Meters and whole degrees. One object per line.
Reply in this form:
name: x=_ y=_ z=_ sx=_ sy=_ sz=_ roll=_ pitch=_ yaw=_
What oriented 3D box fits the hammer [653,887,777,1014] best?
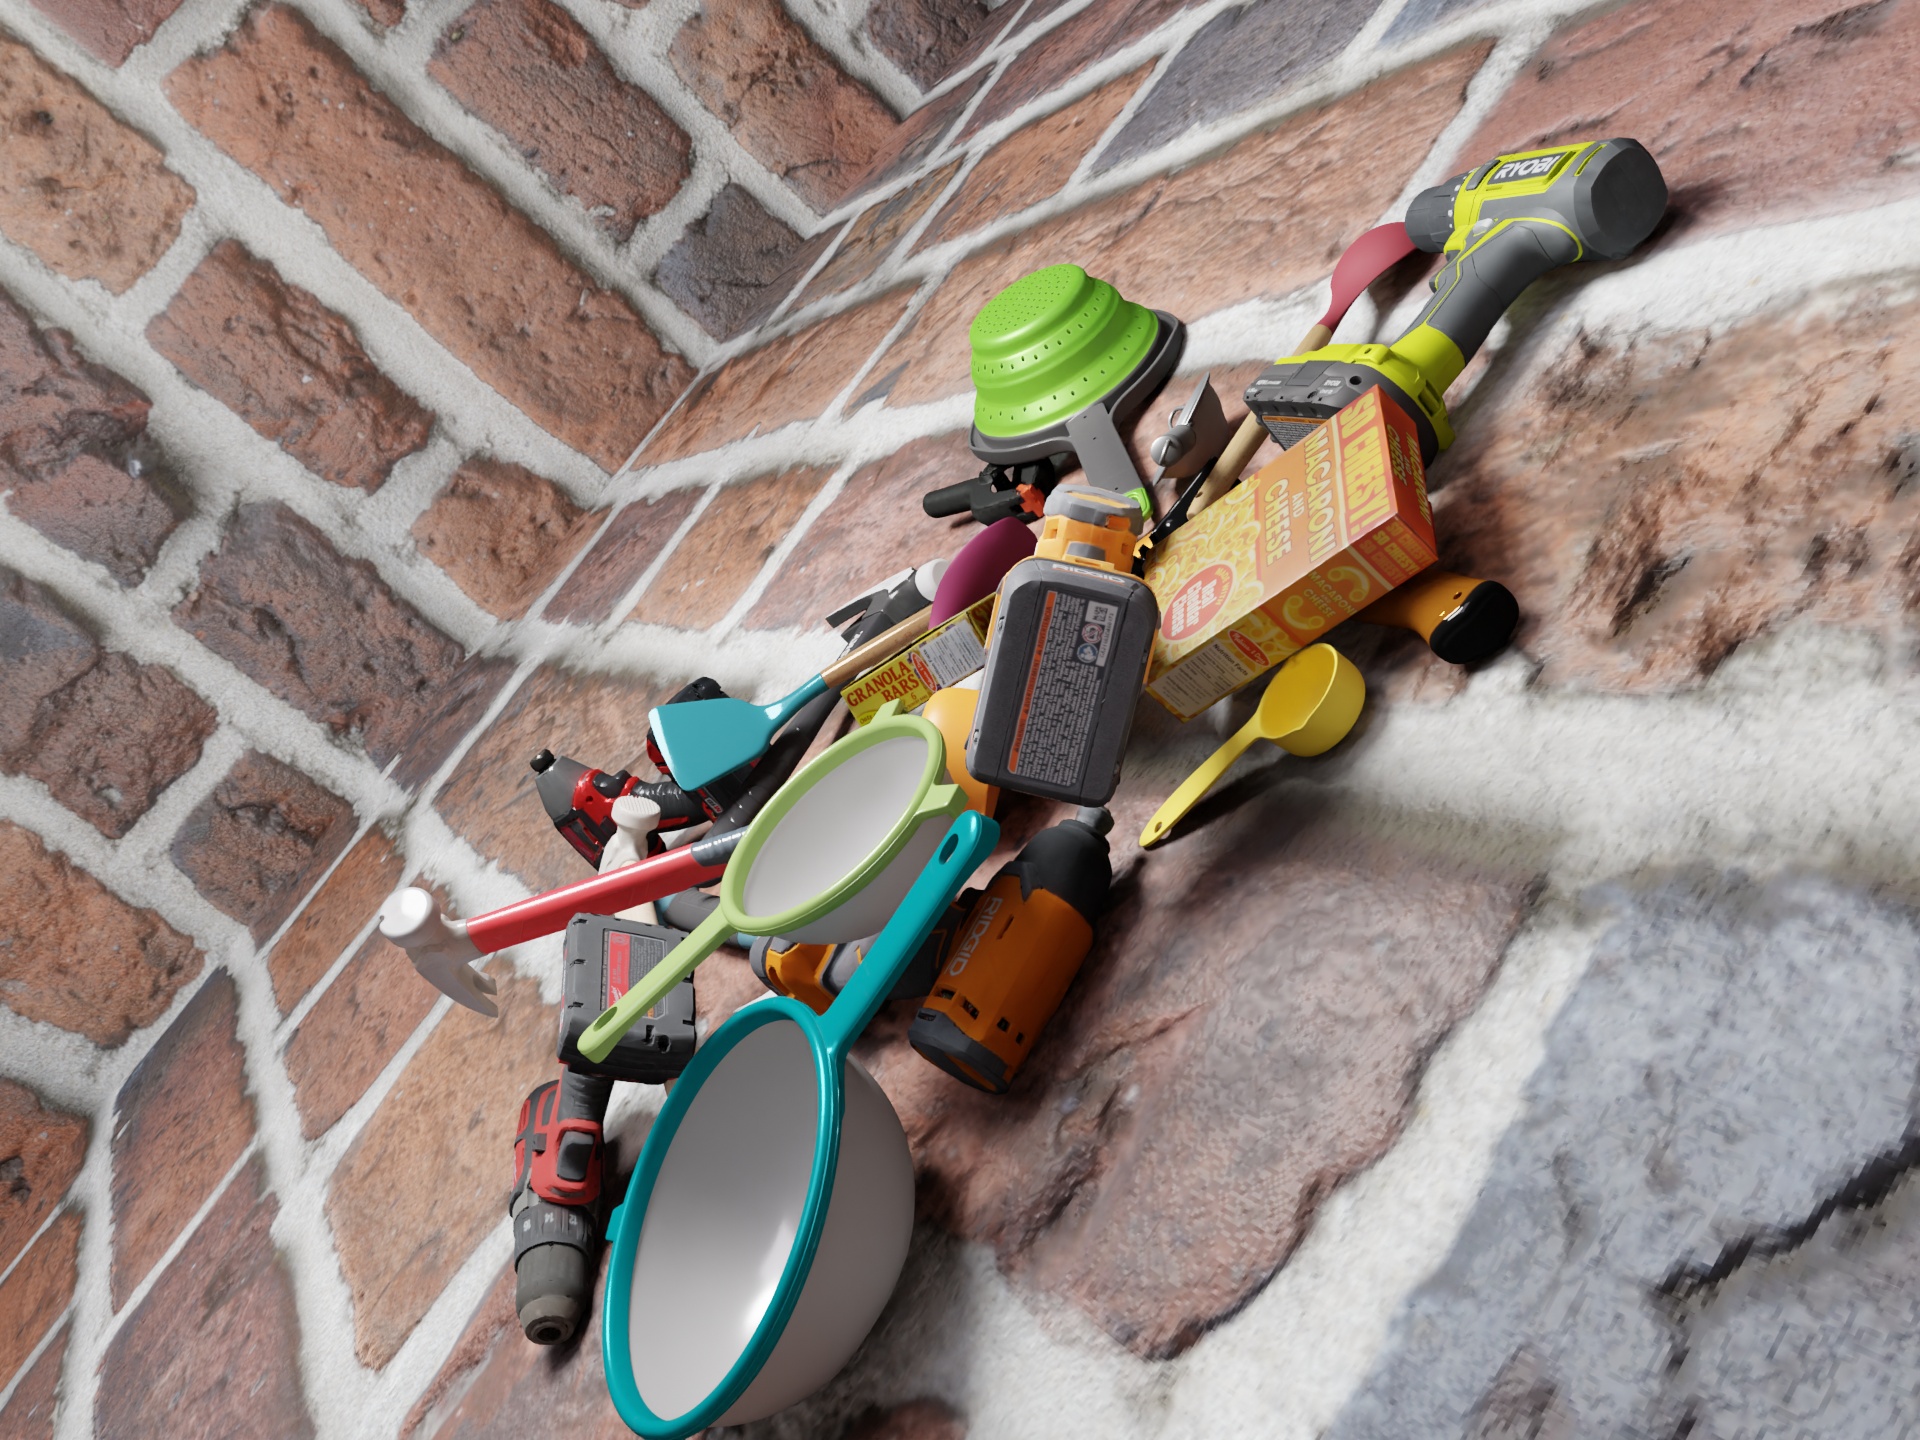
hammer: x=-0.154 y=0.149 z=1.149 sx=0.128 sy=0.033 sz=0.331 roll=-55 pitch=24 yaw=-17

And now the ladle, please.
ladle: x=0.224 y=-0.235 z=1.036 sx=0.069 sy=0.031 sz=0.315 roll=-8 pitch=40 yaw=53

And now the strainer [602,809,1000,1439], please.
strainer: x=-0.052 y=0.199 z=0.774 sx=0.340 sy=0.095 sz=0.211 roll=-57 pitch=27 yaw=10

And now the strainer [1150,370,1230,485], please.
strainer: x=0.147 y=-0.183 z=1.044 sx=0.087 sy=0.050 sz=0.258 roll=-65 pitch=-6 yaw=18

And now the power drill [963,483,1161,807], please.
power drill: x=0.054 y=-0.024 z=0.881 sx=0.226 sy=0.084 sz=0.185 roll=-72 pitch=-6 yaw=-71

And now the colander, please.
colander: x=0.083 y=-0.268 z=1.260 sx=0.204 sy=0.094 sz=0.398 roll=-29 pitch=32 yaw=12

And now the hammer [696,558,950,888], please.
hammer: x=-0.125 y=0.001 z=1.285 sx=0.146 sy=0.035 sz=0.335 roll=-18 pitch=32 yaw=50

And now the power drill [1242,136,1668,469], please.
power drill: x=0.280 y=-0.247 z=0.949 sx=0.228 sy=0.080 sz=0.191 roll=-48 pitch=23 yaw=-5

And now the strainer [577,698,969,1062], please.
strainer: x=-0.091 y=0.107 z=0.853 sx=0.256 sy=0.069 sz=0.152 roll=-42 pitch=24 yaw=2

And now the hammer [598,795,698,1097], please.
hammer: x=-0.221 y=0.202 z=1.146 sx=0.411 sy=0.038 sz=0.146 roll=-131 pitch=54 yaw=-61

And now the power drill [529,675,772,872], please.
power drill: x=-0.268 y=0.054 z=1.354 sx=0.219 sy=0.143 sz=0.079 roll=-27 pitch=21 yaw=37

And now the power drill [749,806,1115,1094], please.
power drill: x=-0.011 y=0.112 z=0.902 sx=0.226 sy=0.084 sz=0.164 roll=1 pitch=53 yaw=55

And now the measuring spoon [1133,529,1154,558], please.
measuring spoon: x=0.140 y=-0.135 z=1.097 sx=0.117 sy=0.011 sz=0.021 roll=-38 pitch=26 yaw=24

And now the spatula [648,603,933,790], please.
spatula: x=-0.085 y=-0.047 z=1.223 sx=0.317 sy=0.044 sz=0.082 roll=-30 pitch=61 yaw=1

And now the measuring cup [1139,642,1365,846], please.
measuring cup: x=0.152 y=0.023 z=0.833 sx=0.156 sy=0.029 sz=0.062 roll=-48 pitch=20 yaw=32

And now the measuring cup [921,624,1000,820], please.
measuring cup: x=-0.002 y=-0.003 z=0.961 sx=0.173 sy=0.052 sz=0.095 roll=87 pitch=-166 yaw=-52

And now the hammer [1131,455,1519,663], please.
hammer: x=0.195 y=-0.085 z=0.900 sx=0.127 sy=0.034 sz=0.337 roll=-52 pitch=24 yaw=-5

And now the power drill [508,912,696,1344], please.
power drill: x=-0.236 y=0.256 z=1.003 sx=0.188 sy=0.080 sz=0.226 roll=-106 pitch=34 yaw=-54

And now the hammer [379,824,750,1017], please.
hammer: x=-0.180 y=0.107 z=1.078 sx=0.386 sy=0.143 sz=0.038 roll=-18 pitch=55 yaw=2

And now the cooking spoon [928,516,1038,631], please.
cooking spoon: x=-0.044 y=-0.017 z=1.197 sx=0.319 sy=0.068 sz=0.017 roll=-54 pitch=41 yaw=2
